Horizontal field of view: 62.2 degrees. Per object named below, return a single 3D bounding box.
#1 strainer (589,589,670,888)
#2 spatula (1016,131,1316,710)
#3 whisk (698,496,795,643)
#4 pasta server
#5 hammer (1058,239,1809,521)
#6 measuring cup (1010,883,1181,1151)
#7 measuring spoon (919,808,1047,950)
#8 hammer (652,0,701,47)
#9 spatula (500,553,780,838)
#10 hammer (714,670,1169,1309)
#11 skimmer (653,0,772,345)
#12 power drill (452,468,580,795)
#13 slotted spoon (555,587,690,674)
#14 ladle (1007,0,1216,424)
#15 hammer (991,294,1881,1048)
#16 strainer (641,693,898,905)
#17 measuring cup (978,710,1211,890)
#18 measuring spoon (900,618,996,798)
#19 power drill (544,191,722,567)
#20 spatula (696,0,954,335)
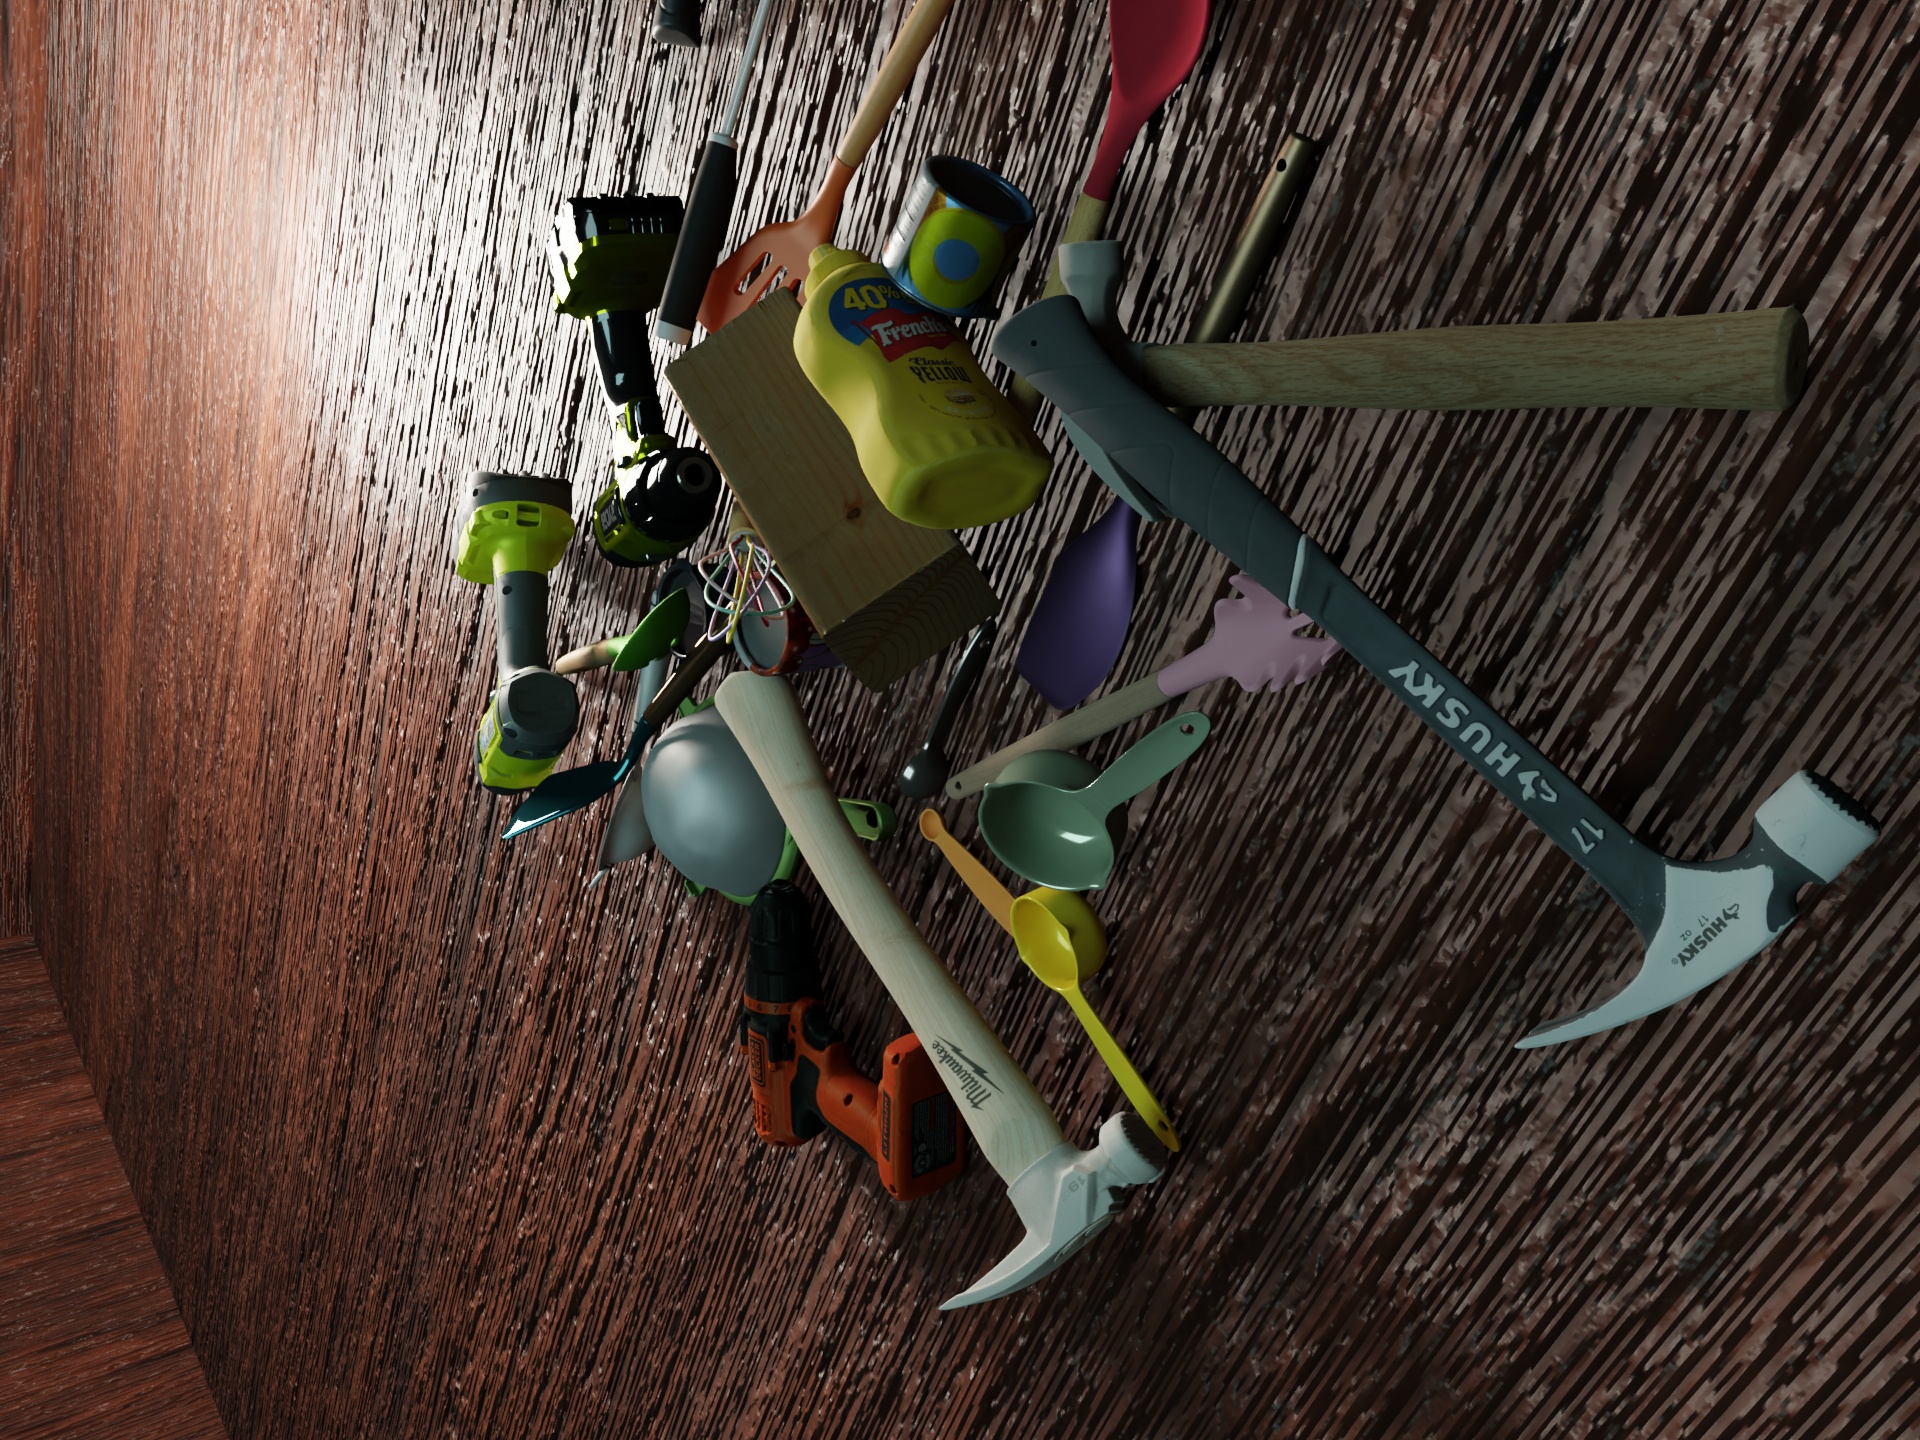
[{"bbox_3d":[-0.231,0.012,1.166,0.087,0.050,0.258,-81,3,-72],"label":"strainer"},{"bbox_3d":[0.098,-0.133,0.780,0.060,0.018,0.315,45,129,29],"label":"spatula"},{"bbox_3d":[-0.126,-0.102,0.943,0.245,0.051,0.047,-106,3,-67],"label":"whisk"},{"bbox_3d":[0.082,-0.009,0.806,0.316,0.040,0.060,-29,77,49],"label":"pasta server"},{"bbox_3d":[0.172,-0.144,0.665,0.331,0.031,0.130,11,109,43],"label":"hammer"},{"bbox_3d":[0.081,0.156,0.851,0.156,0.029,0.062,57,151,8],"label":"measuring cup"},{"bbox_3d":[0.015,0.092,0.925,0.117,0.011,0.021,46,127,29],"label":"measuring spoon"},{"bbox_3d":[-0.161,-0.580,0.955,0.146,0.035,0.334,-90,8,-57],"label":"hammer"},{"bbox_3d":[-0.203,-0.023,1.067,0.044,0.082,0.317,38,118,-11],"label":"spatula"},{"bbox_3d":[-0.048,0.131,0.923,0.146,0.038,0.411,-45,58,16],"label":"hammer"},{"bbox_3d":[-0.148,-0.406,0.920,0.127,0.090,0.363,-134,60,-65],"label":"skimmer"},{"bbox_3d":[-0.339,-0.061,1.207,0.171,0.080,0.223,-39,54,57],"label":"power drill"},{"bbox_3d":[-0.251,-0.051,1.143,0.031,0.070,0.314,47,159,-16],"label":"slotted spoon"},{"bbox_3d":[0.059,-0.239,0.800,0.069,0.031,0.315,48,131,36],"label":"ladle"},{"bbox_3d":[0.153,-0.044,0.659,0.409,0.036,0.149,47,119,23],"label":"hammer"},{"bbox_3d":[-0.142,0.060,1.052,0.256,0.069,0.151,4,100,50],"label":"strainer"},{"bbox_3d":[0.075,0.028,0.801,0.083,0.038,0.167,41,135,-7],"label":"measuring cup"},{"bbox_3d":[-0.001,-0.003,0.912,0.018,0.034,0.124,39,120,26],"label":"measuring spoon"},{"bbox_3d":[-0.210,-0.222,1.049,0.190,0.080,0.228,170,91,-67],"label":"power drill"},{"bbox_3d":[-0.057,-0.337,0.904,0.081,0.041,0.322,41,129,2],"label":"spatula"}]
